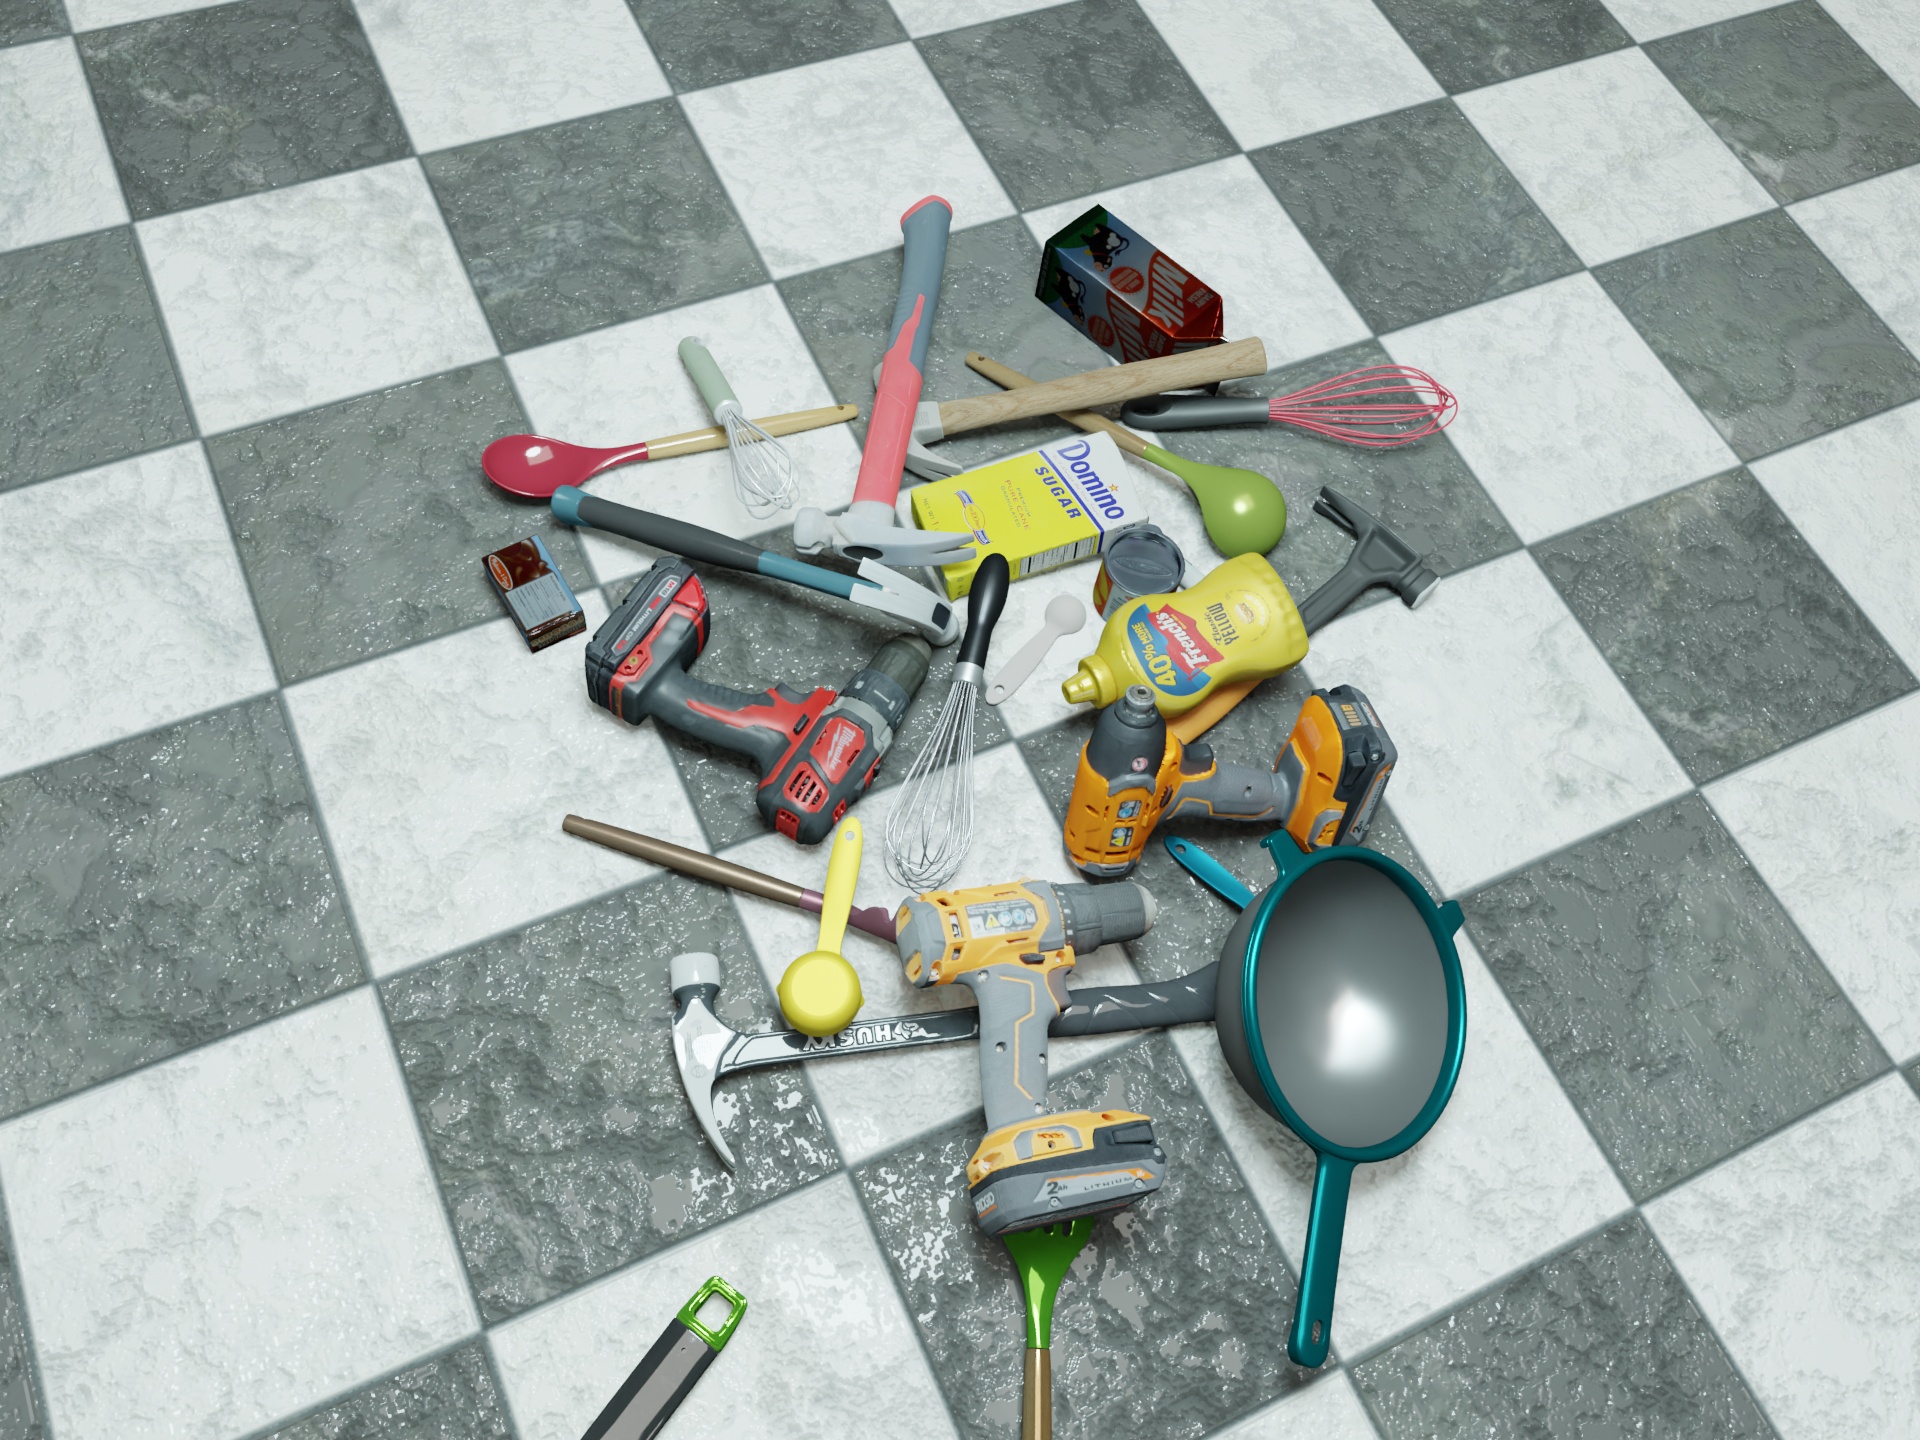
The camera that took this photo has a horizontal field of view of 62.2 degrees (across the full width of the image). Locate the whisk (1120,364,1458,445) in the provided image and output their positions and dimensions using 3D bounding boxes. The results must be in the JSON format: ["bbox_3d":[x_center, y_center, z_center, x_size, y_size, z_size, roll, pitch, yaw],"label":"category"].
[{"bbox_3d":[0.288,-0.273,1.396,0.296,0.073,0.073,-1,63,0],"label":"whisk"}]

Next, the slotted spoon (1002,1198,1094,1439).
[{"bbox_3d":[0.051,0.429,1.015,0.070,0.031,0.314,7,63,-8],"label":"slotted spoon"}]

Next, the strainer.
[{"bbox_3d":[0.234,0.256,1.087,0.210,0.095,0.340,22,70,-29],"label":"strainer"}]

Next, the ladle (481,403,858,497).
[{"bbox_3d":[-0.237,-0.232,1.327,0.315,0.031,0.069,-14,60,-15],"label":"ladle"}]

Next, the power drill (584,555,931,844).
[{"bbox_3d":[-0.148,-0.032,1.207,0.227,0.080,0.188,31,63,6],"label":"power drill"}]

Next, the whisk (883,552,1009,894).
[{"bbox_3d":[-0.002,-0.004,1.202,0.070,0.070,0.285,14,68,0],"label":"whisk"}]

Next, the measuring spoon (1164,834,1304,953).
[{"bbox_3d":[0.202,0.132,1.197,0.042,0.021,0.129,-35,62,-31],"label":"measuring spoon"}]

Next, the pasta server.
[{"bbox_3d":[-0.138,0.113,1.152,0.316,0.060,0.040,17,84,6],"label":"pasta server"}]

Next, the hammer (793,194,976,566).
[{"bbox_3d":[-0.033,-0.294,1.332,0.143,0.038,0.387,5,60,8],"label":"hammer"}]

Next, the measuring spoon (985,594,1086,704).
[{"bbox_3d":[0.060,-0.059,1.275,0.034,0.018,0.124,36,65,12],"label":"measuring spoon"}]

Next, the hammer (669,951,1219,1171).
[{"bbox_3d":[0.006,0.217,1.116,0.409,0.036,0.149,-5,64,-9],"label":"hammer"}]

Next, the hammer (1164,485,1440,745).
[{"bbox_3d":[0.240,-0.060,1.288,0.337,0.034,0.127,-39,74,-23],"label":"hammer"}]

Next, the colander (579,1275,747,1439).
[{"bbox_3d":[-0.258,0.487,0.909,0.204,0.094,0.397,35,64,11],"label":"colander"}]

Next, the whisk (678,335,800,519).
[{"bbox_3d":[-0.188,-0.246,1.303,0.057,0.059,0.247,18,30,-42],"label":"whisk"}]

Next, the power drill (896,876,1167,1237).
[{"bbox_3d":[0.068,0.212,1.065,0.185,0.084,0.226,-6,64,-21],"label":"power drill"}]

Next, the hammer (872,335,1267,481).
[{"bbox_3d":[0.095,-0.276,1.349,0.331,0.031,0.130,-11,62,1],"label":"hammer"}]

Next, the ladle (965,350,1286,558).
[{"bbox_3d":[0.137,-0.236,1.372,0.320,0.062,0.078,31,65,17],"label":"ladle"}]

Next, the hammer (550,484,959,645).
[{"bbox_3d":[-0.166,-0.126,1.246,0.331,0.128,0.033,17,85,11],"label":"hammer"}]

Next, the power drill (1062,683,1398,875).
[{"bbox_3d":[0.194,0.033,1.159,0.226,0.164,0.084,-4,44,-12],"label":"power drill"}]

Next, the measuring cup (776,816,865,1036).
[{"bbox_3d":[-0.088,0.138,1.096,0.062,0.029,0.157,9,71,0],"label":"measuring cup"}]
